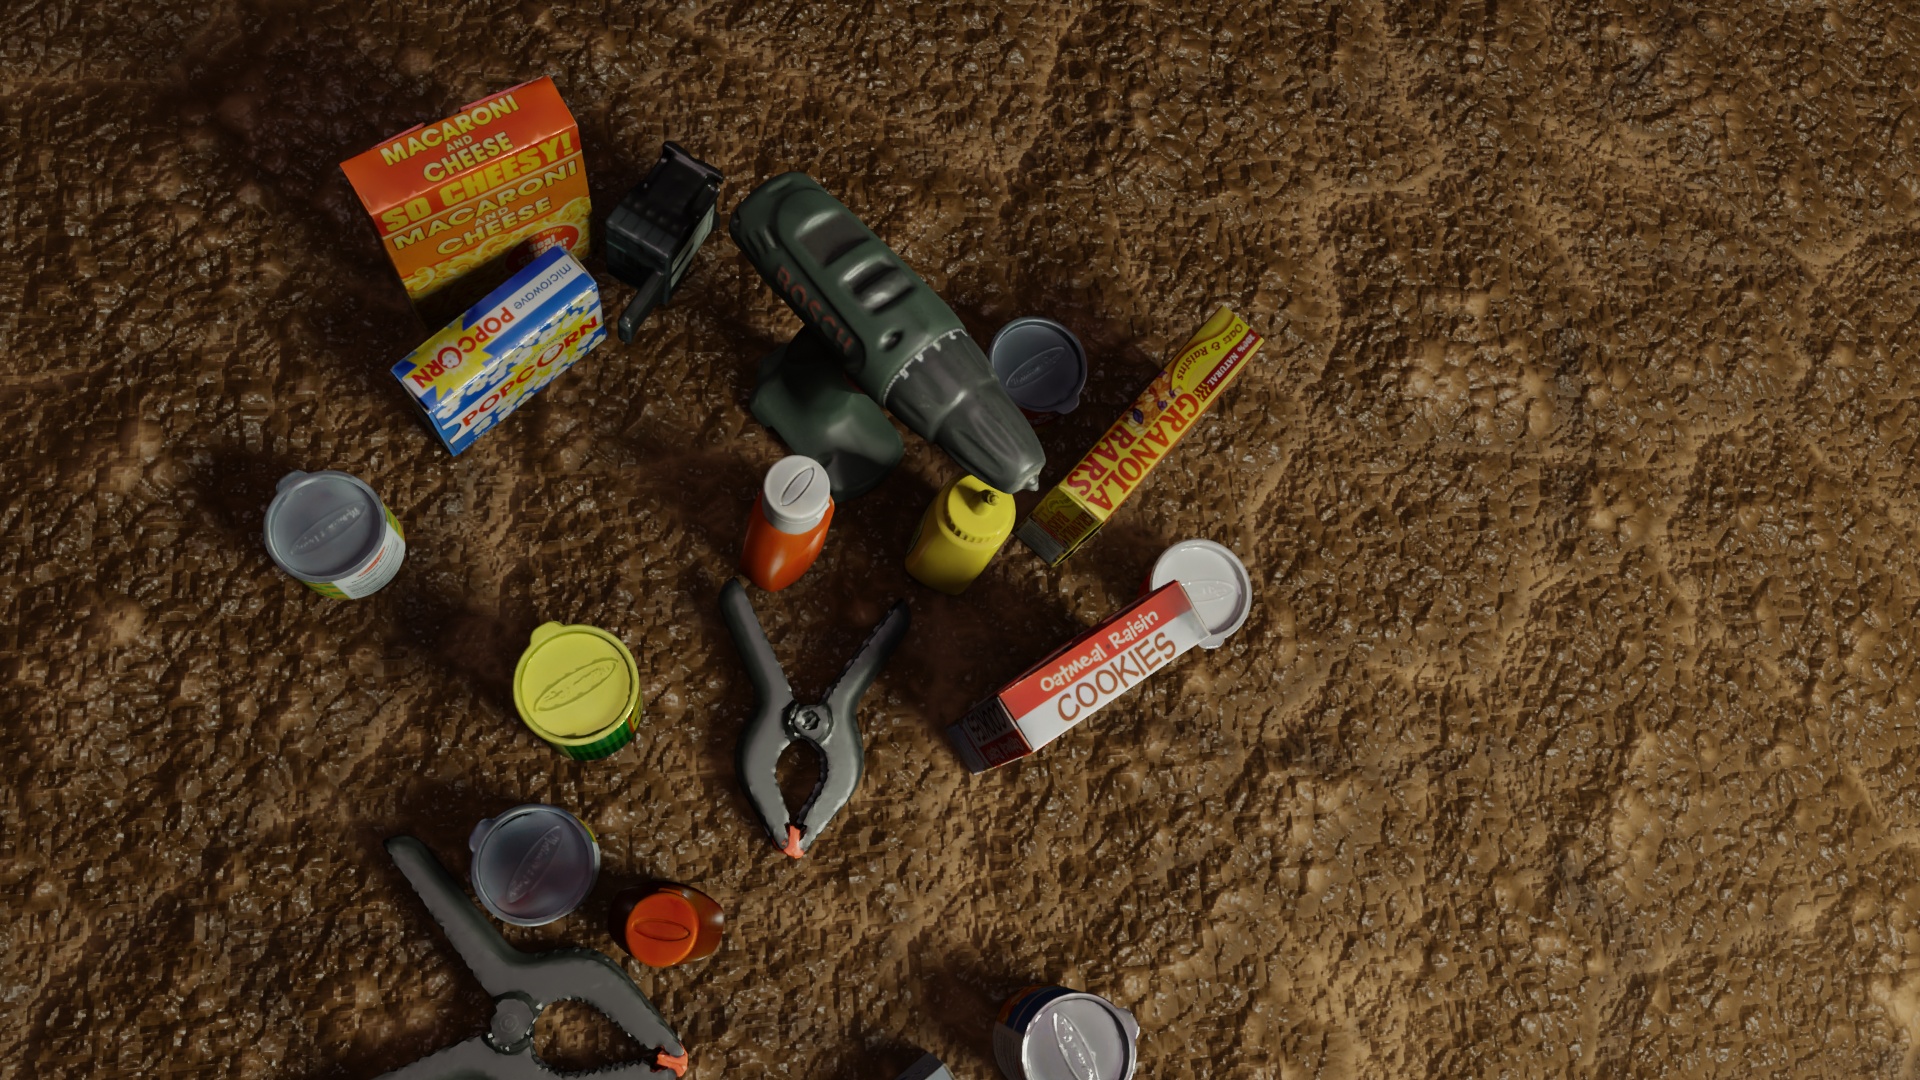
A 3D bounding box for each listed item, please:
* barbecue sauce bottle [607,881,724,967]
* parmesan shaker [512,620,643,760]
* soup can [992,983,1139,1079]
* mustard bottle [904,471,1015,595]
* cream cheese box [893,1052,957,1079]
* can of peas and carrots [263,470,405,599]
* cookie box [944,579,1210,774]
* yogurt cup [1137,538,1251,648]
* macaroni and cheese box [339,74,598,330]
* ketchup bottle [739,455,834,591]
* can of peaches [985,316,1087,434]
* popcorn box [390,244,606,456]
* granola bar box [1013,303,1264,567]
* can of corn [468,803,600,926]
[{"bbox_3d":[-0.161,0.209,0.758,0.065,0.148,0.044,12,75,-8],"label":"barbecue sauce bottle"},{"bbox_3d":[-0.219,0.087,0.802,0.071,0.103,0.071,3,76,-10],"label":"parmesan shaker"},{"bbox_3d":[0.061,0.294,0.812,0.071,0.083,0.071,3,76,-10],"label":"soup can"},{"bbox_3d":[0.003,-0.011,0.839,0.049,0.159,0.065,26,73,-3],"label":"mustard bottle"},{"bbox_3d":[-0.048,0.339,0.796,0.104,0.053,0.024,-34,85,-17],"label":"cream cheese box"},{"bbox_3d":[-0.369,-0.004,0.819,0.071,0.058,0.071,3,76,-10],"label":"can of peas and carrots"},{"bbox_3d":[0.063,0.084,0.822,0.123,0.167,0.040,-31,84,-16],"label":"cookie box"},{"bbox_3d":[0.149,0.037,0.910,0.072,0.053,0.072,3,76,-10],"label":"yogurt cup"},{"bbox_3d":[-0.286,-0.197,0.828,0.124,0.166,0.040,-30,84,-16],"label":"macaroni and cheese box"},{"bbox_3d":[-0.101,-0.012,0.825,0.043,0.148,0.065,37,73,0],"label":"ketchup bottle"},{"bbox_3d":[0.047,-0.106,0.925,0.071,0.058,0.071,3,76,-10],"label":"can of peaches"},{"bbox_3d":[-0.279,-0.116,0.851,0.127,0.085,0.038,-43,87,-17],"label":"popcorn box"},{"bbox_3d":[0.113,-0.064,0.892,0.039,0.124,0.166,42,73,1],"label":"granola bar box"},{"bbox_3d":[-0.244,0.184,0.796,0.071,0.058,0.071,3,76,-10],"label":"can of corn"}]
